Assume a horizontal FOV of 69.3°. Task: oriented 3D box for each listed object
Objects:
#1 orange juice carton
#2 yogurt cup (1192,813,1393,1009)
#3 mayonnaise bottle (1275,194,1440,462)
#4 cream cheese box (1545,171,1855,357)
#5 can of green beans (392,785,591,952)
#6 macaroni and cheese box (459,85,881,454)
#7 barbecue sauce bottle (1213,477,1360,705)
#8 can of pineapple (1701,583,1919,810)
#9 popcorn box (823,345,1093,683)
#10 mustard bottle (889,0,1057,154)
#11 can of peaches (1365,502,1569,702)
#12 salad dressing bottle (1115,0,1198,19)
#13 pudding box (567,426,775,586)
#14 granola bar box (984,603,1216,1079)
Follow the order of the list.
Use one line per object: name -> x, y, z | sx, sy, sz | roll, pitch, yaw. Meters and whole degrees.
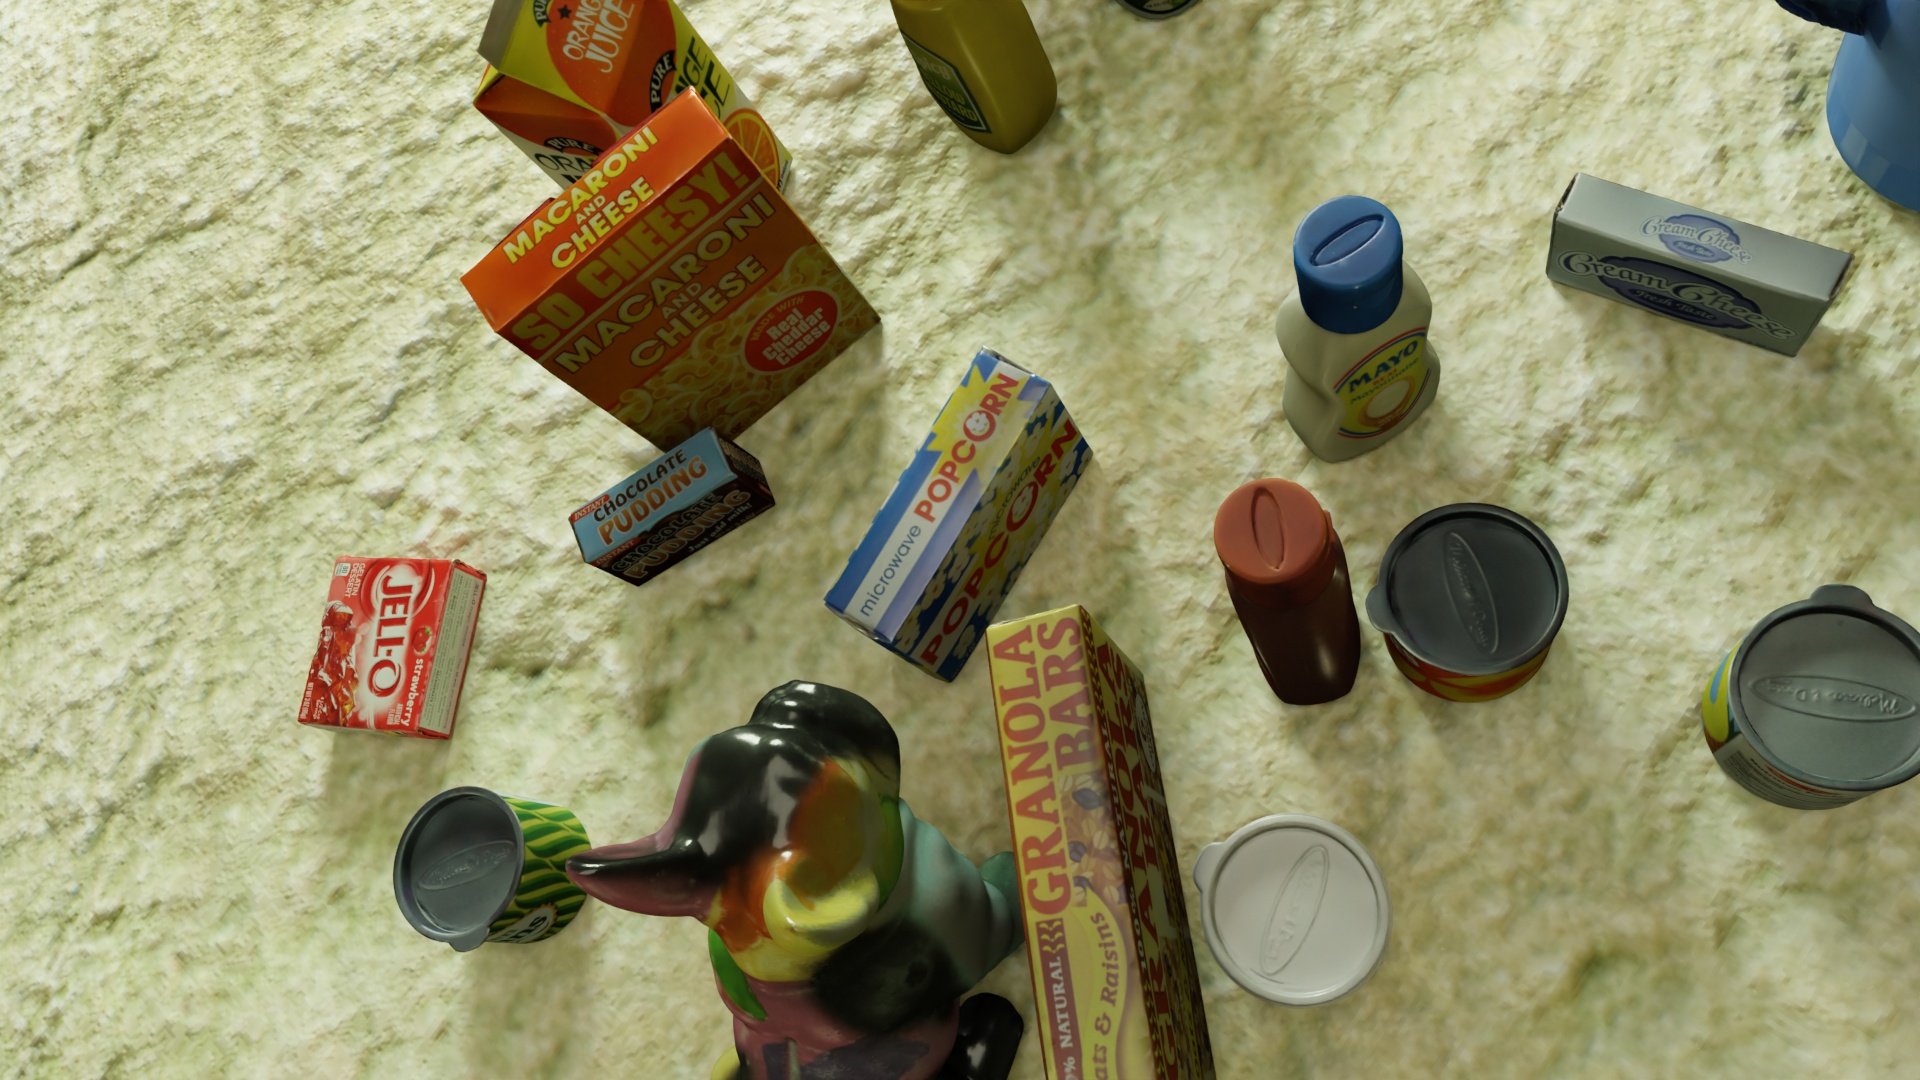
orange juice carton -> -0.157, -0.201, 0.650 | 0.073, 0.192, 0.072 | 10, 77, 21
yogurt cup -> 0.127, 0.139, 0.521 | 0.072, 0.054, 0.072 | -5, 71, 16
mayonnaise bottle -> 0.152, -0.079, 0.533 | 0.065, 0.148, 0.041 | -33, 66, 6
cream cheese box -> 0.288, -0.109, 0.551 | 0.104, 0.053, 0.024 | 26, 83, 24
can of green beans -> -0.209, 0.147, 0.626 | 0.071, 0.057, 0.071 | -5, 71, 16
macaroni and cheese box -> -0.121, -0.108, 0.622 | 0.123, 0.166, 0.040 | -39, 66, 3
barbecue sauce bottle -> 0.122, 0.017, 0.511 | 0.043, 0.148, 0.065 | -11, 70, 15
can of pineapple -> 0.302, 0.057, 0.489 | 0.071, 0.057, 0.071 | -5, 71, 16
popcorn box -> 0.002, -0.007, 0.593 | 0.038, 0.085, 0.127 | 29, 83, 24
mustard bottle -> -0.002, -0.239, 0.629 | 0.065, 0.160, 0.049 | 41, 89, 25
can of peaches -> 0.193, 0.026, 0.535 | 0.071, 0.058, 0.071 | -5, 71, 16
salad dressing bottle -> 0.081, -0.300, 0.630 | 0.064, 0.147, 0.044 | -14, 69, 13
pudding box -> -0.137, -0.015, 0.660 | 0.083, 0.049, 0.030 | -30, 66, 7
granola bar box -> 0.053, 0.120, 0.513 | 0.039, 0.124, 0.166 | -13, 69, 14
